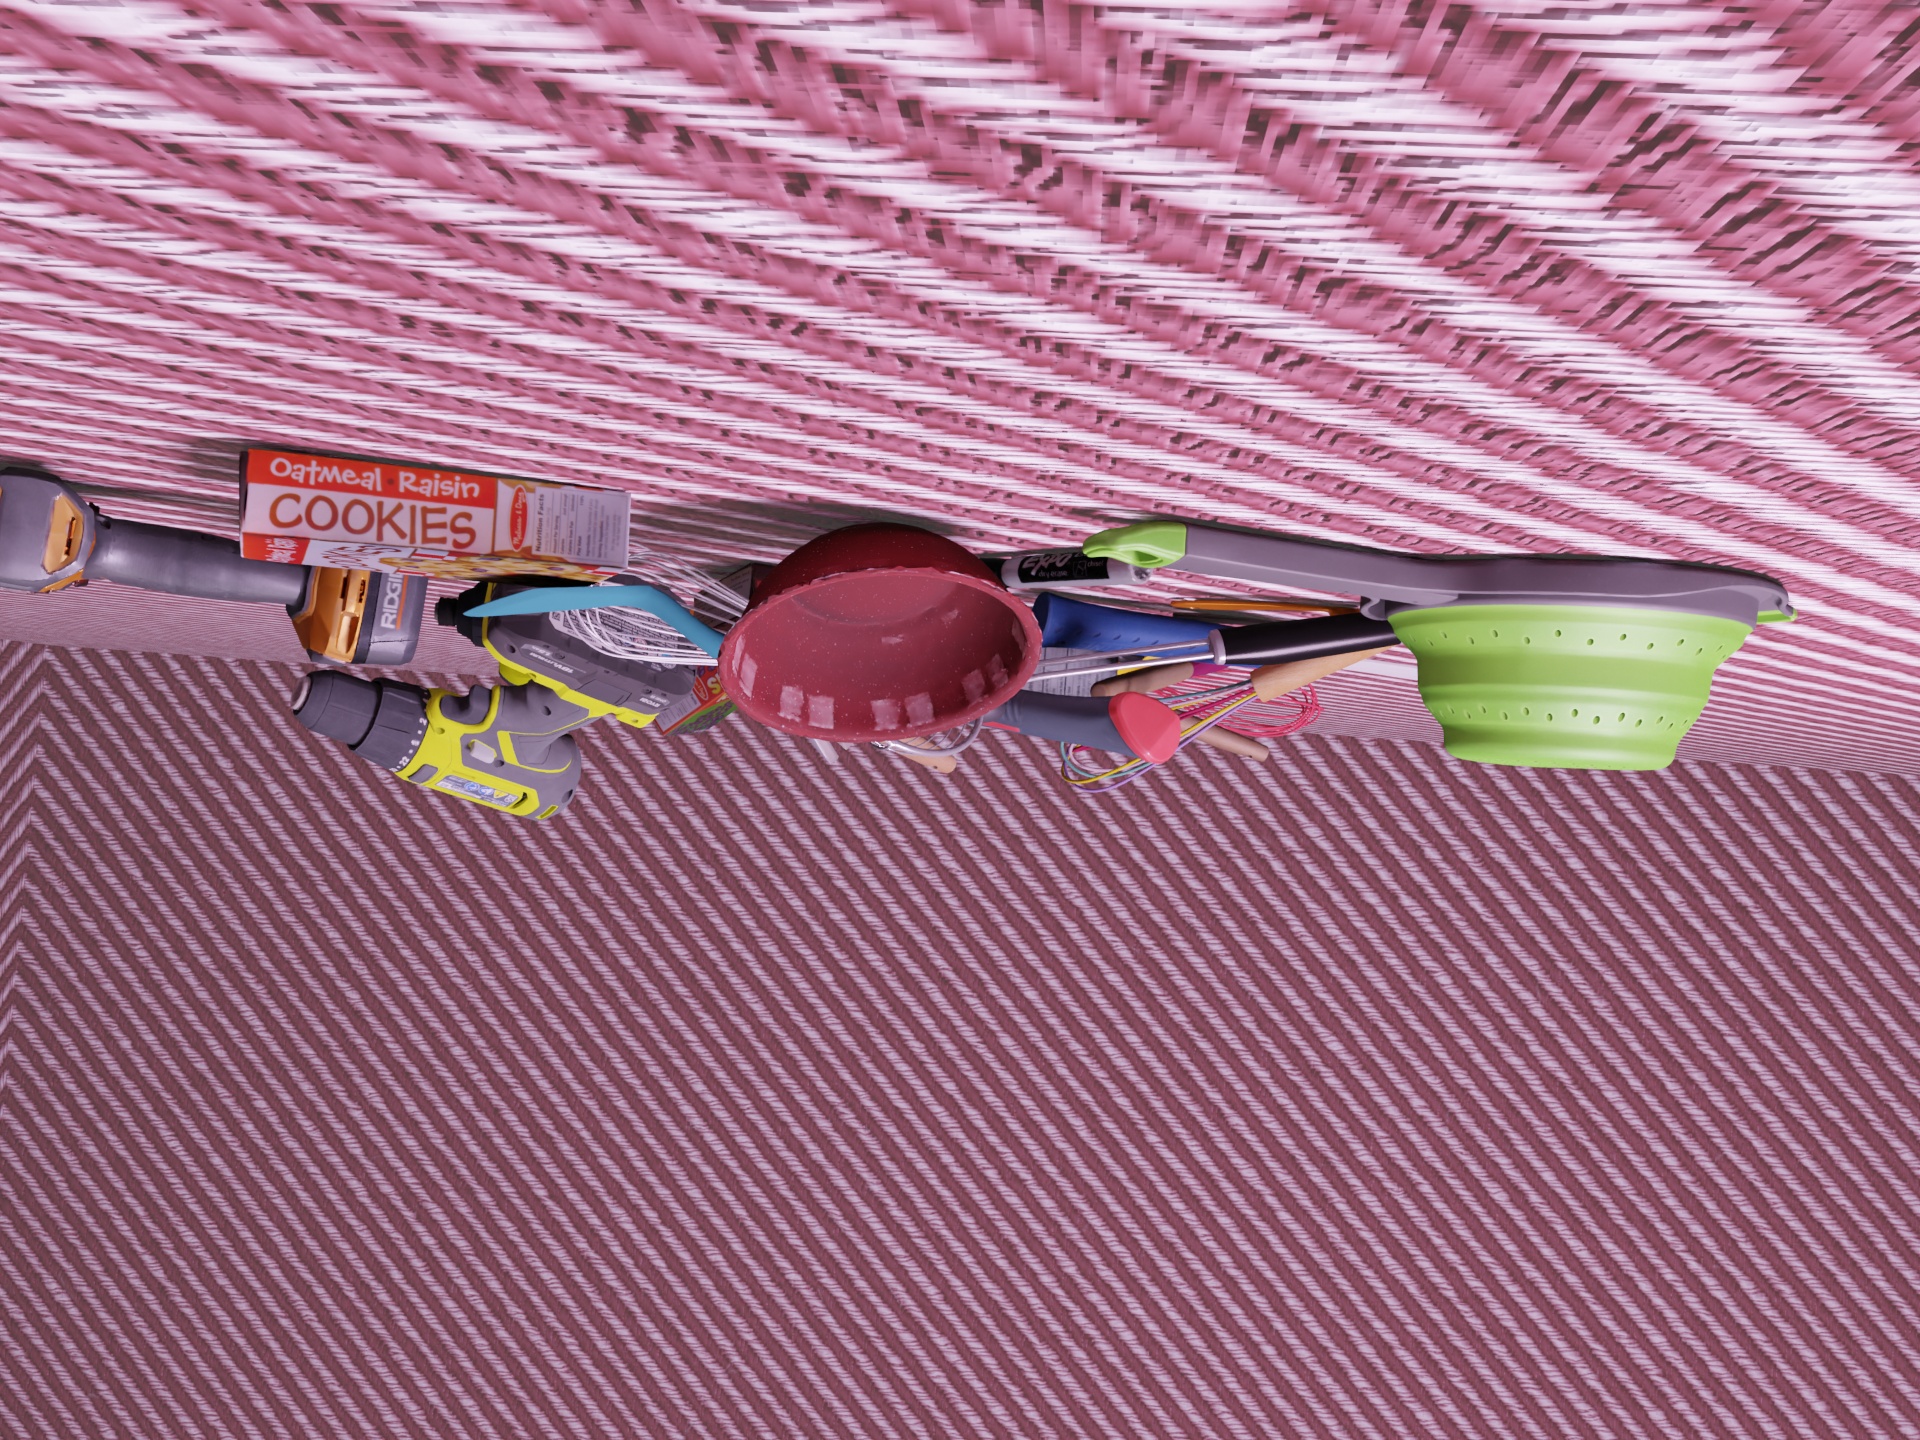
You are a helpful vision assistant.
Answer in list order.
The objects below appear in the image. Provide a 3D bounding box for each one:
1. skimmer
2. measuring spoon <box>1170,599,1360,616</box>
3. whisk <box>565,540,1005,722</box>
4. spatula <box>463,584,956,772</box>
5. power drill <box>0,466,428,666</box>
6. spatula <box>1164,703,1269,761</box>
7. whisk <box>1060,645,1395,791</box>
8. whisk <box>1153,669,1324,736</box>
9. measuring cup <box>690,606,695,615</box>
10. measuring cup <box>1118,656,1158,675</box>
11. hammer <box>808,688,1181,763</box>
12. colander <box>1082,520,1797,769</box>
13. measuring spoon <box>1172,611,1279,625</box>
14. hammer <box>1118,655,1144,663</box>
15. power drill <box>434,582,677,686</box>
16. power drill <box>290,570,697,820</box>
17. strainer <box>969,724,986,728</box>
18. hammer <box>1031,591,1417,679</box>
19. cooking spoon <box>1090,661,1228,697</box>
[{"bbox_3d":[0.093,-0.050,0.917,0.363,0.127,0.090,-7,149,-4],"label":"skimmer"},{"bbox_3d":[0.189,-0.068,0.993,0.117,0.011,0.021,4,178,13],"label":"measuring spoon"},{"bbox_3d":[-0.099,-0.042,0.947,0.284,0.070,0.070,15,174,-22],"label":"whisk"},{"bbox_3d":[-0.119,-0.021,0.895,0.317,0.044,0.082,28,155,-38],"label":"spatula"},{"bbox_3d":[-0.429,-0.085,0.884,0.226,0.084,0.185,10,178,-30],"label":"power drill"},{"bbox_3d":[0.095,-0.027,1.207,0.315,0.018,0.059,21,159,-13],"label":"spatula"},{"bbox_3d":[0.170,-0.016,1.024,0.245,0.051,0.047,-24,-178,21],"label":"whisk"},{"bbox_3d":[0.165,-0.038,1.369,0.296,0.073,0.073,11,179,11],"label":"whisk"},{"bbox_3d":[-0.214,-0.075,1.092,0.173,0.052,0.095,-20,138,-4],"label":"measuring cup"},{"bbox_3d":[0.150,-0.062,1.224,0.062,0.029,0.156,2,167,-21],"label":"measuring cup"},{"bbox_3d":[-0.002,-0.003,1.095,0.386,0.038,0.143,11,139,46],"label":"hammer"},{"bbox_3d":[0.235,-0.029,0.780,0.397,0.094,0.204,5,178,-26],"label":"colander"},{"bbox_3d":[0.195,-0.061,1.086,0.124,0.018,0.034,5,178,-29],"label":"measuring spoon"},{"bbox_3d":[0.020,-0.057,1.299,0.127,0.034,0.337,12,172,-36],"label":"hammer"},{"bbox_3d":[-0.306,-0.067,1.235,0.171,0.080,0.223,4,174,-9],"label":"power drill"},{"bbox_3d":[-0.295,-0.020,1.013,0.190,0.080,0.228,24,140,-37],"label":"power drill"},{"bbox_3d":[-0.039,-0.023,1.235,0.258,0.050,0.086,3,142,36],"label":"strainer"},{"bbox_3d":[0.242,-0.039,1.074,0.405,0.035,0.144,7,161,-15],"label":"hammer"},{"bbox_3d":[0.155,-0.035,1.158,0.069,0.017,0.319,-20,177,26],"label":"cooking spoon"}]
